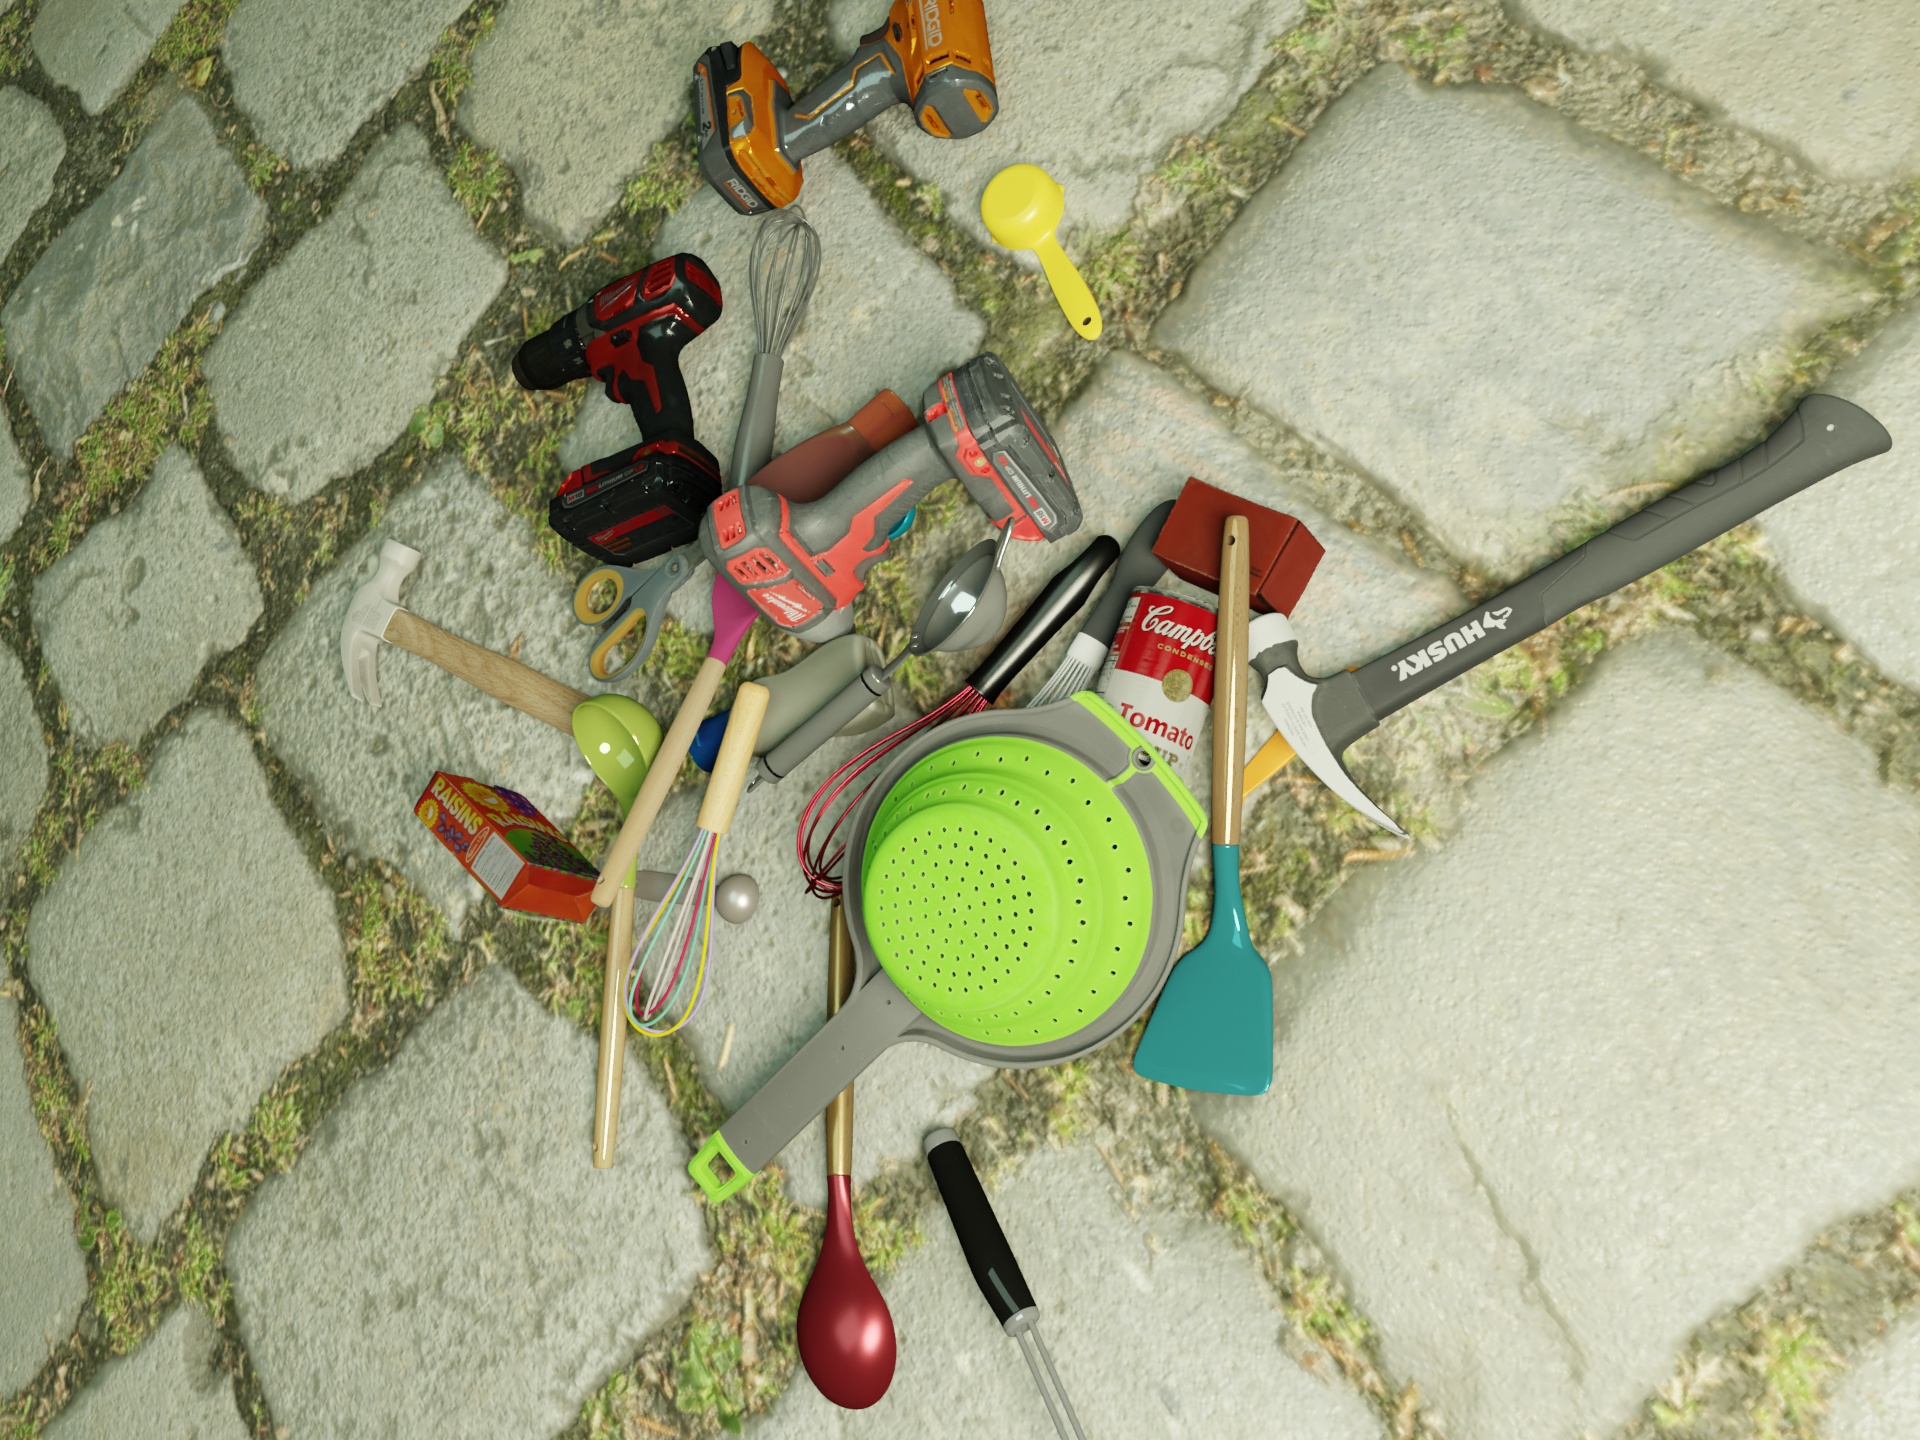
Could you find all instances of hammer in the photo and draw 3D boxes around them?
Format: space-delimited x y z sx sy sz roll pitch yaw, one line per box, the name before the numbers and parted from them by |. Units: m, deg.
hammer | 0.322 -0.066 0.844 0.335 0.035 0.146 -31 66 16
hammer | -0.374 -0.039 1.239 0.331 0.031 0.130 23 86 33

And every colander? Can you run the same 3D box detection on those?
colander | -0.040 0.153 0.896 0.397 0.094 0.204 -46 76 17

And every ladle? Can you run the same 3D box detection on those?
ladle | -0.242 0.140 1.084 0.078 0.062 0.320 -9 75 48
ladle | -0.073 0.253 0.977 0.069 0.031 0.316 -12 67 27

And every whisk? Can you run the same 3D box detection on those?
whisk | 0.061 -0.014 0.972 0.070 0.070 0.284 29 85 33
whisk | -0.002 -0.003 0.999 0.296 0.073 0.073 -49 57 1
whisk | -0.141 -0.265 1.170 0.055 0.055 0.239 4 81 31
whisk | -0.175 0.091 1.051 0.047 0.051 0.245 19 92 44

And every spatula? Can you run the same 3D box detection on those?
spatula | 0.145 0.043 0.885 0.082 0.044 0.317 2 90 34

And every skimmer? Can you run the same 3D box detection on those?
skimmer | 0.073 0.380 0.851 0.127 0.090 0.364 -43 48 15

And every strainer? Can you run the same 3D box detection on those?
strainer | -0.045 -0.030 0.997 0.258 0.050 0.087 -39 24 21

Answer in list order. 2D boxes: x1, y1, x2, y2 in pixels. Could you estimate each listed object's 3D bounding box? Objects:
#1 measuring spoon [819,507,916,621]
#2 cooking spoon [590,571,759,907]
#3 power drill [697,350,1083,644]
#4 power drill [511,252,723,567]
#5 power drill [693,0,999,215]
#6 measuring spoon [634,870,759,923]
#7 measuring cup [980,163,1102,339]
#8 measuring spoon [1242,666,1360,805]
measuring spoon | -0.070 -0.108 1.100 0.042 0.021 0.128 45 108 34
cooking spoon | -0.178 -0.018 1.087 0.069 0.017 0.319 7 63 33
power drill | -0.042 -0.127 1.019 0.219 0.143 0.079 -26 50 14
power drill | -0.265 -0.234 1.215 0.188 0.080 0.227 -18 63 24
power drill | -0.085 -0.487 1.191 0.226 0.084 0.164 -14 67 21
measuring spoon | -0.191 0.116 1.092 0.124 0.018 0.034 4 76 31
measuring cup | 0.058 -0.320 1.082 0.062 0.029 0.157 -33 59 17
measuring spoon | 0.187 0.011 0.913 0.117 0.011 0.021 -46 58 9
